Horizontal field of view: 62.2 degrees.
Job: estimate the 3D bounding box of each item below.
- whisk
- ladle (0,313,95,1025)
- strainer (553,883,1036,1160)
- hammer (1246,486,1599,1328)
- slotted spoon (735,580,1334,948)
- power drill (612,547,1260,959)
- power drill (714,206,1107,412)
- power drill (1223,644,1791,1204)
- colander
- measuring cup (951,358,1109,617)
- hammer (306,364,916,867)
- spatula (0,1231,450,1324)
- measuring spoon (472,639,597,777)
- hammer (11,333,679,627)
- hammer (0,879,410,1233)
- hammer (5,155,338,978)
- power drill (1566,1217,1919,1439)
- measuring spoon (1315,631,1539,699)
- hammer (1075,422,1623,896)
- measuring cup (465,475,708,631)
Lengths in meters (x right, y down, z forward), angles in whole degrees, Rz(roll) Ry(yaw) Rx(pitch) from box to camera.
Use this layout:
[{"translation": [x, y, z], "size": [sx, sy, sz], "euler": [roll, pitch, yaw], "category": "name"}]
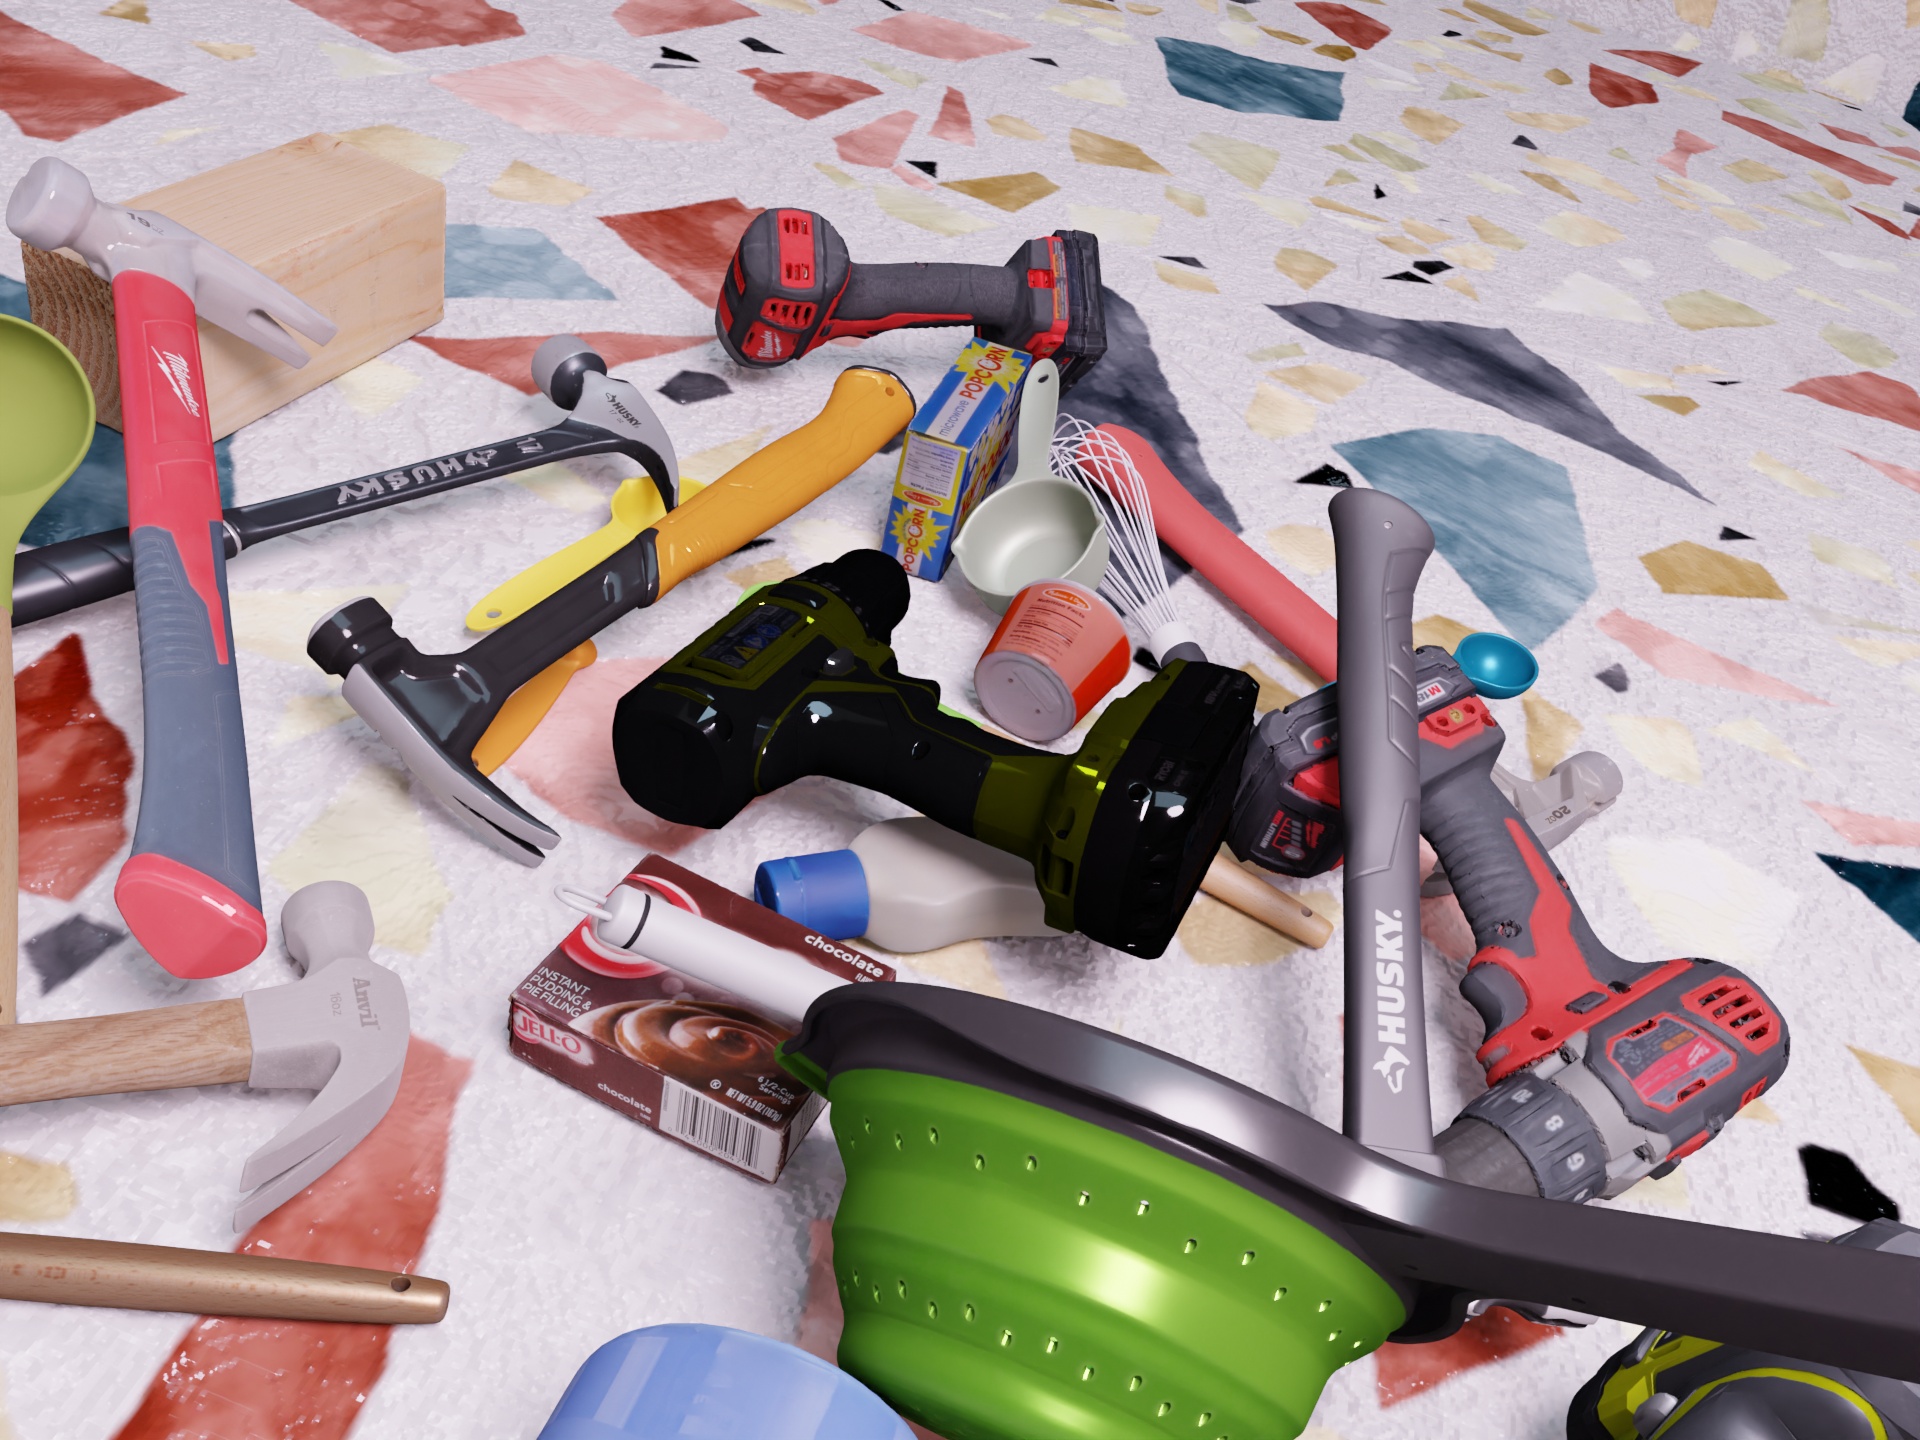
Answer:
[{"translation": [0.099, -0.062, 0.834], "size": [0.070, 0.070, 0.285], "euler": [-5, 48, -24], "category": "whisk"}, {"translation": [-0.363, -0.026, 0.594], "size": [0.078, 0.062, 0.320], "euler": [-1, 55, -31], "category": "ladle"}, {"translation": [-0.024, 0.108, 0.551], "size": [0.258, 0.050, 0.087], "euler": [28, 14, -24], "category": "strainer"}, {"translation": [0.155, 0.049, 0.606], "size": [0.146, 0.035, 0.335], "euler": [8, 60, -1], "category": "hammer"}, {"translation": [0.028, 0.022, 0.734], "size": [0.314, 0.031, 0.070], "euler": [29, 41, 13], "category": "slotted spoon"}, {"translation": [-0.001, -0.002, 0.657], "size": [0.228, 0.080, 0.191], "euler": [18, 34, 17], "category": "power drill"}, {"translation": [-0.035, -0.241, 0.949], "size": [0.219, 0.143, 0.078], "euler": [0, 78, -19], "category": "power drill"}, {"translation": [0.197, 0.094, 0.646], "size": [0.188, 0.080, 0.227], "euler": [-22, 61, -22], "category": "power drill"}, {"translation": [0.088, 0.157, 0.391], "size": [0.397, 0.204, 0.094], "euler": [-5, 51, 46], "category": "colander"}, {"translation": [0.044, -0.123, 0.846], "size": [0.083, 0.038, 0.168], "euler": [-8, 54, 20], "category": "measuring cup"}, {"translation": [-0.121, -0.075, 0.727], "size": [0.127, 0.034, 0.337], "euler": [47, 50, -1], "category": "hammer"}, {"translation": [-0.310, 0.148, 0.457], "size": [0.317, 0.044, 0.082], "euler": [9, 31, -10], "category": "spatula"}, {"translation": [-0.194, -0.007, 0.705], "size": [0.021, 0.011, 0.117], "euler": [21, 39, 7], "category": "measuring spoon"}, {"translation": [-0.316, -0.086, 0.718], "size": [0.409, 0.036, 0.149], "euler": [-24, 53, -32], "category": "hammer"}, {"translation": [-0.331, 0.108, 0.461], "size": [0.331, 0.031, 0.130], "euler": [-1, 34, -32], "category": "hammer"}, {"translation": [-0.294, -0.068, 0.626], "size": [0.143, 0.038, 0.387], "euler": [28, 31, -50], "category": "hammer"}, {"translation": [0.167, 0.236, 0.427], "size": [0.223, 0.171, 0.080], "euler": [-27, 66, -31], "category": "power drill"}, {"translation": [0.233, -0.016, 0.805], "size": [0.128, 0.021, 0.042], "euler": [-12, 48, -17], "category": "measuring spoon"}, {"translation": [0.177, -0.051, 0.862], "size": [0.149, 0.036, 0.359], "euler": [-18, 50, -34], "category": "hammer"}, {"translation": [-0.179, -0.074, 0.783], "size": [0.062, 0.029, 0.156], "euler": [31, 48, 22], "category": "measuring cup"}]
